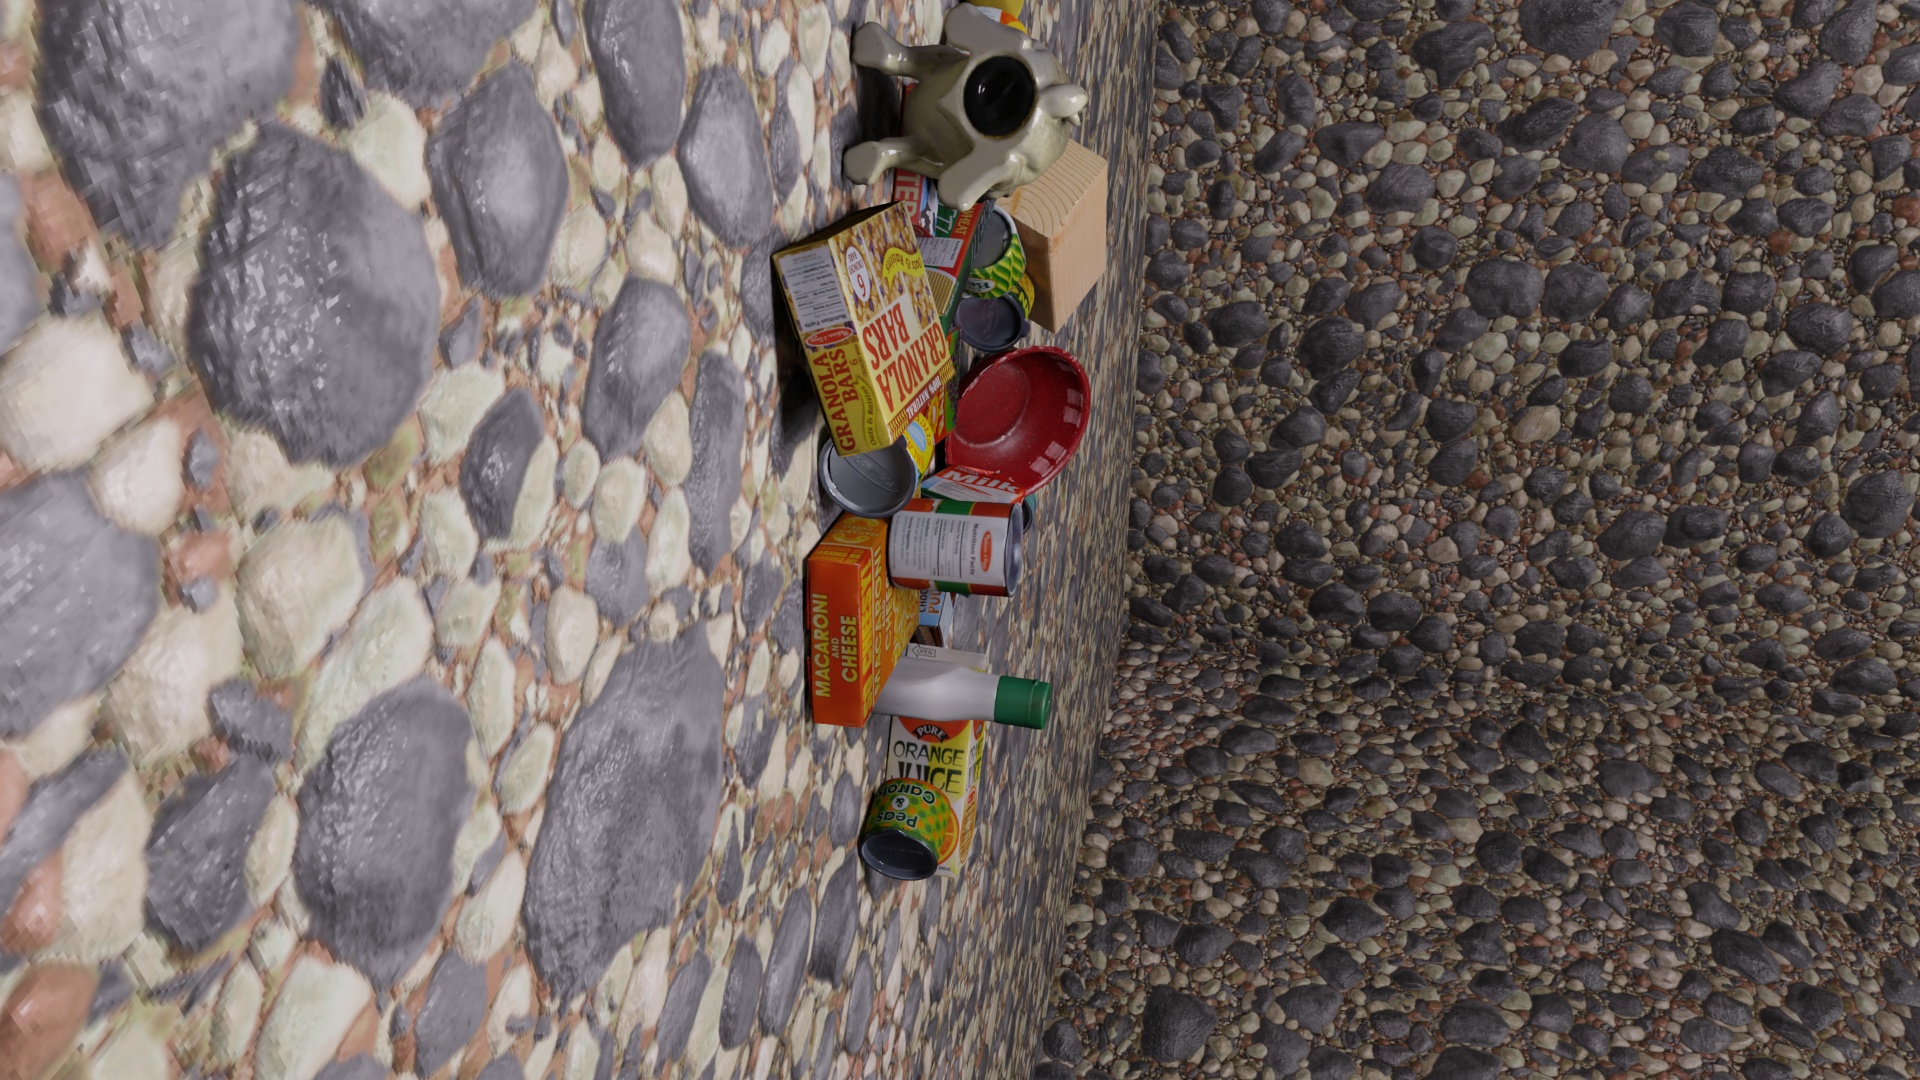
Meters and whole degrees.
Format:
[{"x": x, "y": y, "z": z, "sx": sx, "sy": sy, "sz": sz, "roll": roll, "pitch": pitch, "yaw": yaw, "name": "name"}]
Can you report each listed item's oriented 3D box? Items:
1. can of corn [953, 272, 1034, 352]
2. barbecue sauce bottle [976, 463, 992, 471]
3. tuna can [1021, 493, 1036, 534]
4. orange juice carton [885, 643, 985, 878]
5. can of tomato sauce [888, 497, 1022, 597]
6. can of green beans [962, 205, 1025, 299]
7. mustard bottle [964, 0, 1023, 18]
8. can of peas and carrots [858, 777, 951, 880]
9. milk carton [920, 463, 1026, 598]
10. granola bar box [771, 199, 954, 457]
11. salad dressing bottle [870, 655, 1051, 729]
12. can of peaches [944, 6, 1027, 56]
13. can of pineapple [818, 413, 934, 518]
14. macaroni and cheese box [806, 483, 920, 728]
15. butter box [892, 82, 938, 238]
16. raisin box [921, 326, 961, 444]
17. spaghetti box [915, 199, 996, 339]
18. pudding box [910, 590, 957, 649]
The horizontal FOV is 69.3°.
[{"x": 0.034, "y": -0.215, "z": 1.275, "sx": 0.058, "sy": 0.071, "sz": 0.070, "roll": -71, "pitch": 164, "yaw": -50, "name": "can of corn"}, {"x": 0.018, "y": -0.055, "z": 1.358, "sx": 0.149, "sy": 0.044, "sz": 0.064, "roll": -72, "pitch": 163, "yaw": -47, "name": "barbecue sauce bottle"}, {"x": 0.046, "y": -0.038, "z": 1.450, "sx": 0.033, "sy": 0.071, "sz": 0.070, "roll": -69, "pitch": 162, "yaw": -56, "name": "tuna can"}, {"x": -0.022, "y": 0.189, "z": 1.224, "sx": 0.073, "sy": 0.072, "sz": 0.192, "roll": -13, "pitch": 109, "yaw": -79, "name": "orange juice carton"}, {"x": -0.002, "y": 0.004, "z": 0.971, "sx": 0.071, "sy": 0.083, "sz": 0.071, "roll": 2, "pitch": 92, "yaw": -78, "name": "can of tomato sauce"}, {"x": 0.020, "y": -0.249, "z": 1.196, "sx": 0.057, "sy": 0.071, "sz": 0.071, "roll": 52, "pitch": 46, "yaw": -74, "name": "can of green beans"}, {"x": 0.019, "y": -0.473, "z": 1.109, "sx": 0.160, "sy": 0.049, "sz": 0.065, "roll": 35, "pitch": 61, "yaw": -77, "name": "mustard bottle"}, {"x": -0.045, "y": 0.236, "z": 1.146, "sx": 0.059, "sy": 0.071, "sz": 0.070, "roll": -73, "pitch": 165, "yaw": -46, "name": "can of peas and carrots"}, {"x": 0.004, "y": -0.015, "z": 1.194, "sx": 0.191, "sy": 0.073, "sz": 0.072, "roll": -41, "pitch": 150, "yaw": -73, "name": "milk carton"}, {"x": -0.055, "y": -0.136, "z": 0.861, "sx": 0.166, "sy": 0.039, "sz": 0.124, "roll": -58, "pitch": 134, "yaw": -65, "name": "granola bar box"}, {"x": -0.006, "y": 0.116, "z": 1.058, "sx": 0.064, "sy": 0.148, "sz": 0.044, "roll": -44, "pitch": 139, "yaw": -73, "name": "salad dressing bottle"}, {"x": 0.019, "y": -0.382, "z": 1.111, "sx": 0.071, "sy": 0.071, "sz": 0.058, "roll": 65, "pitch": 33, "yaw": -70, "name": "can of peaches"}, {"x": -0.053, "y": -0.057, "z": 0.925, "sx": 0.058, "sy": 0.071, "sz": 0.070, "roll": -65, "pitch": 159, "yaw": -61, "name": "can of pineapple"}, {"x": -0.067, "y": 0.039, "z": 0.989, "sx": 0.167, "sy": 0.040, "sz": 0.123, "roll": -61, "pitch": 154, "yaw": -65, "name": "macaroni and cheese box"}, {"x": -0.030, "y": -0.281, "z": 1.033, "sx": 0.053, "sy": 0.024, "sz": 0.103, "roll": -7, "pitch": 104, "yaw": -79, "name": "butter box"}, {"x": -0.031, "y": -0.118, "z": 1.080, "sx": 0.124, "sy": 0.040, "sz": 0.085, "roll": -49, "pitch": 145, "yaw": -70, "name": "raisin box"}, {"x": -0.009, "y": -0.242, "z": 1.093, "sx": 0.028, "sy": 0.050, "sz": 0.251, "roll": 88, "pitch": 13, "yaw": -45, "name": "spaghetti box"}, {"x": -0.023, "y": 0.053, "z": 1.247, "sx": 0.049, "sy": 0.030, "sz": 0.084, "roll": 79, "pitch": 21, "yaw": -55, "name": "pudding box"}]
